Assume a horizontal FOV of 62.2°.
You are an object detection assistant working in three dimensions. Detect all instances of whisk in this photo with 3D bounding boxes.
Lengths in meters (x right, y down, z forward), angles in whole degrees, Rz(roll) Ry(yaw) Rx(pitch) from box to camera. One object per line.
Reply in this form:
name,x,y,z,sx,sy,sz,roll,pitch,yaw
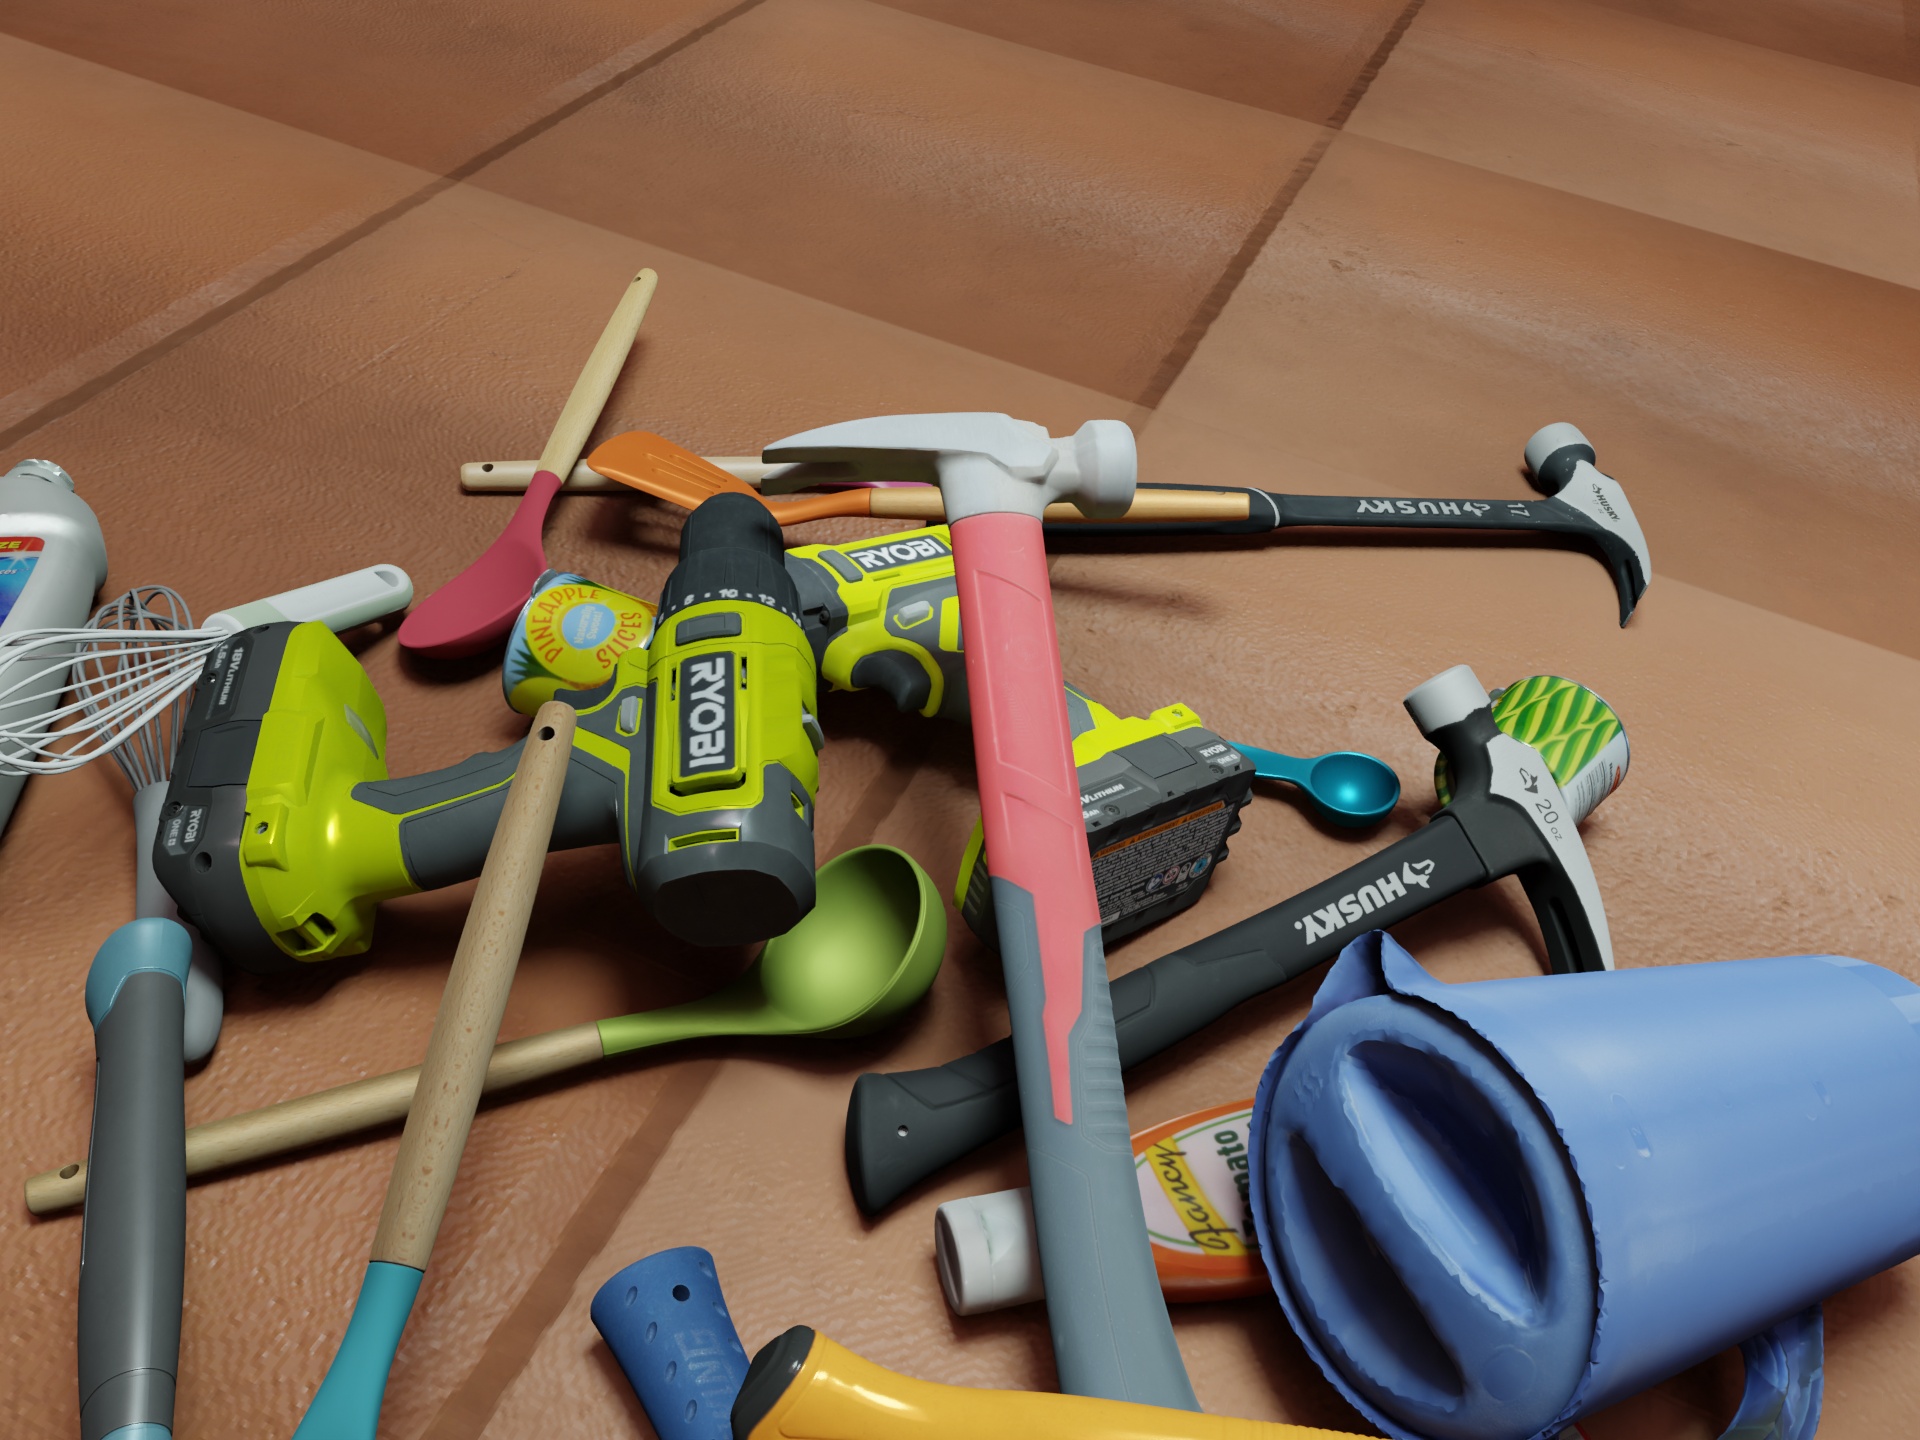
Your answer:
whisk,-0.316,0.034,0.625,0.055,0.055,0.239,-12,51,-21
whisk,-0.299,-0.030,0.634,0.058,0.059,0.246,38,24,4

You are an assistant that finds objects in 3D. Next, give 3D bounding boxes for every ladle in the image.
ladle,-0.156,0.111,0.562,0.320,0.062,0.078,-13,34,-18
ladle,-0.204,-0.139,0.811,0.069,0.031,0.316,-7,46,20

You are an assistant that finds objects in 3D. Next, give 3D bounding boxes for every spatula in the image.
spatula,-0.020,-0.116,0.788,0.322,0.041,0.081,2,22,8
spatula,-0.157,0.137,0.470,0.082,0.044,0.318,7,61,3

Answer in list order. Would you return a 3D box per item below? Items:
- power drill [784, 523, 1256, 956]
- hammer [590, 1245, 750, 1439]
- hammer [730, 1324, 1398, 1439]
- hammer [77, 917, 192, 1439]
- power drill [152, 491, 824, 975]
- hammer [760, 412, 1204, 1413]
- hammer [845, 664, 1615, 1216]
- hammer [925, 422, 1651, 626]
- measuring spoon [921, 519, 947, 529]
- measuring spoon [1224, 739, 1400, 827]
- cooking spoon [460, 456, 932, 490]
power drill,-0.001,-0.002,0.682,0.171,0.080,0.223,-17,46,-38
hammer,0.003,0.305,0.387,0.144,0.035,0.406,-12,45,-34
hammer,0.104,0.206,0.414,0.337,0.127,0.034,3,21,11
hammer,-0.225,0.186,0.429,0.033,0.128,0.331,20,28,-37
power drill,-0.165,0.002,0.602,0.228,0.080,0.191,-9,52,4
hammer,0.014,0.063,0.538,0.143,0.038,0.387,-3,65,-9
hammer,0.106,0.100,0.609,0.335,0.035,0.146,-23,77,-21
hammer,0.181,-0.110,0.864,0.409,0.036,0.149,-1,45,-11
measuring spoon,-0.022,-0.084,0.802,0.117,0.011,0.021,-22,80,-11
measuring spoon,0.136,0.026,0.733,0.128,0.021,0.042,12,42,16
cooking spoon,-0.102,-0.133,0.854,0.319,0.017,0.069,-2,64,-11
